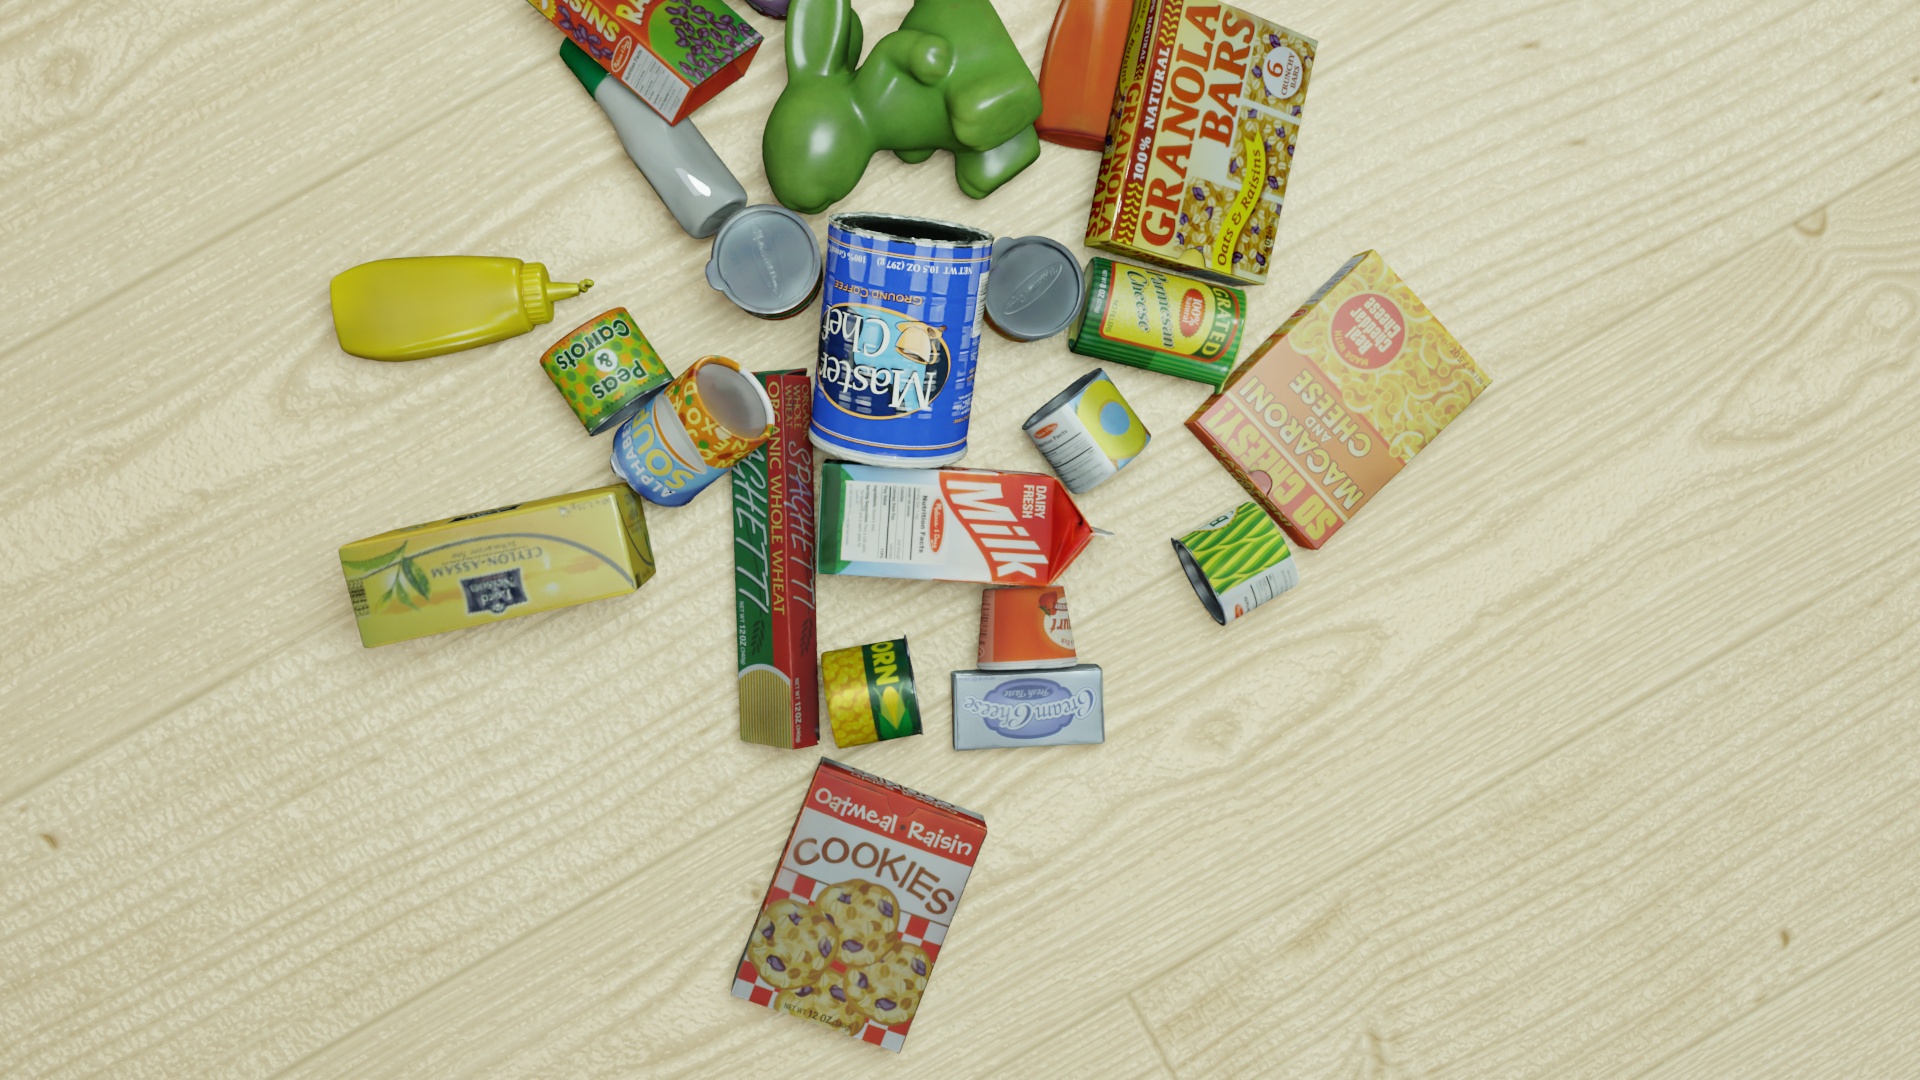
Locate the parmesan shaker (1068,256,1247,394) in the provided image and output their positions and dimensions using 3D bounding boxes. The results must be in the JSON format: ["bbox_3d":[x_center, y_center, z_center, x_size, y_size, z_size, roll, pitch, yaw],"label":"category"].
[{"bbox_3d":[0.128,-0.141,0.914,0.103,0.071,0.071,12,94,-5],"label":"parmesan shaker"}]

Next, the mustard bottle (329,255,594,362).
[{"bbox_3d":[-0.314,-0.152,0.890,0.160,0.049,0.065,-7,95,-4],"label":"mustard bottle"}]

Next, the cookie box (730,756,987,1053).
[{"bbox_3d":[-0.068,0.247,0.945,0.123,0.040,0.167,21,93,-6],"label":"cookie box"}]

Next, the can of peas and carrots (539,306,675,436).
[{"bbox_3d":[-0.226,-0.109,0.889,0.071,0.071,0.058,-34,96,-1],"label":"can of peas and carrots"}]

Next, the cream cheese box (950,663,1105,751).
[{"bbox_3d":[0.046,0.113,0.950,0.104,0.024,0.053,-2,95,-4],"label":"cream cheese box"}]

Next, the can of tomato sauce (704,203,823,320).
[{"bbox_3d":[-0.123,-0.174,0.885,0.071,0.083,0.071,0,95,-4],"label":"can of tomato sauce"}]

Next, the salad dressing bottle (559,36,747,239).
[{"bbox_3d":[-0.197,-0.263,0.886,0.044,0.064,0.147,-38,88,20],"label":"salad dressing bottle"}]

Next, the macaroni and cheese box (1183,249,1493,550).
[{"bbox_3d":[0.254,-0.094,0.941,0.166,0.040,0.123,-44,96,0],"label":"macaroni and cheese box"}]

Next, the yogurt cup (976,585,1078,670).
[{"bbox_3d":[0.043,0.058,0.927,0.072,0.072,0.054,-3,87,-4],"label":"yogurt cup"}]

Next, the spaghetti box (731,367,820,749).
[{"bbox_3d":[-0.123,0.012,0.916,0.050,0.029,0.249,2,96,35],"label":"spaghetti box"}]

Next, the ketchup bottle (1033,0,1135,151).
[{"bbox_3d":[0.089,-0.334,0.908,0.065,0.043,0.148,8,94,-11],"label":"ketchup bottle"}]

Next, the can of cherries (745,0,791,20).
[{"bbox_3d":[-0.120,-0.368,0.877,0.071,0.058,0.071,1,96,6],"label":"can of cherries"}]

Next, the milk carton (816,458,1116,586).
[{"bbox_3d":[0.003,-0.011,0.914,0.191,0.072,0.073,3,95,-4],"label":"milk carton"}]

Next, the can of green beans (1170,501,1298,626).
[{"bbox_3d":[0.185,0.015,0.932,0.058,0.071,0.071,-29,96,-2],"label":"can of green beans"}]

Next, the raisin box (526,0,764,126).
[{"bbox_3d":[-0.197,-0.328,0.868,0.123,0.040,0.086,40,48,-7],"label":"raisin box"}]

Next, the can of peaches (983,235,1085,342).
[{"bbox_3d":[0.044,-0.165,0.911,0.071,0.058,0.071,0,95,-3],"label":"can of peaches"}]

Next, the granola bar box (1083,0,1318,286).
[{"bbox_3d":[0.157,-0.259,0.901,0.124,0.039,0.165,9,94,-26],"label":"granola bar box"}]

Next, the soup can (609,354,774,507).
[{"bbox_3d":[-0.170,-0.068,0.879,0.083,0.072,0.071,-33,98,33],"label":"soup can"}]

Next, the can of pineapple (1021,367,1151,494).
[{"bbox_3d":[0.085,-0.073,0.918,0.071,0.071,0.058,-38,98,0],"label":"can of pineapple"}]

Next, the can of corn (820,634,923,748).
[{"bbox_3d":[-0.059,0.099,0.920,0.058,0.071,0.071,-10,96,-3],"label":"can of corn"}]
